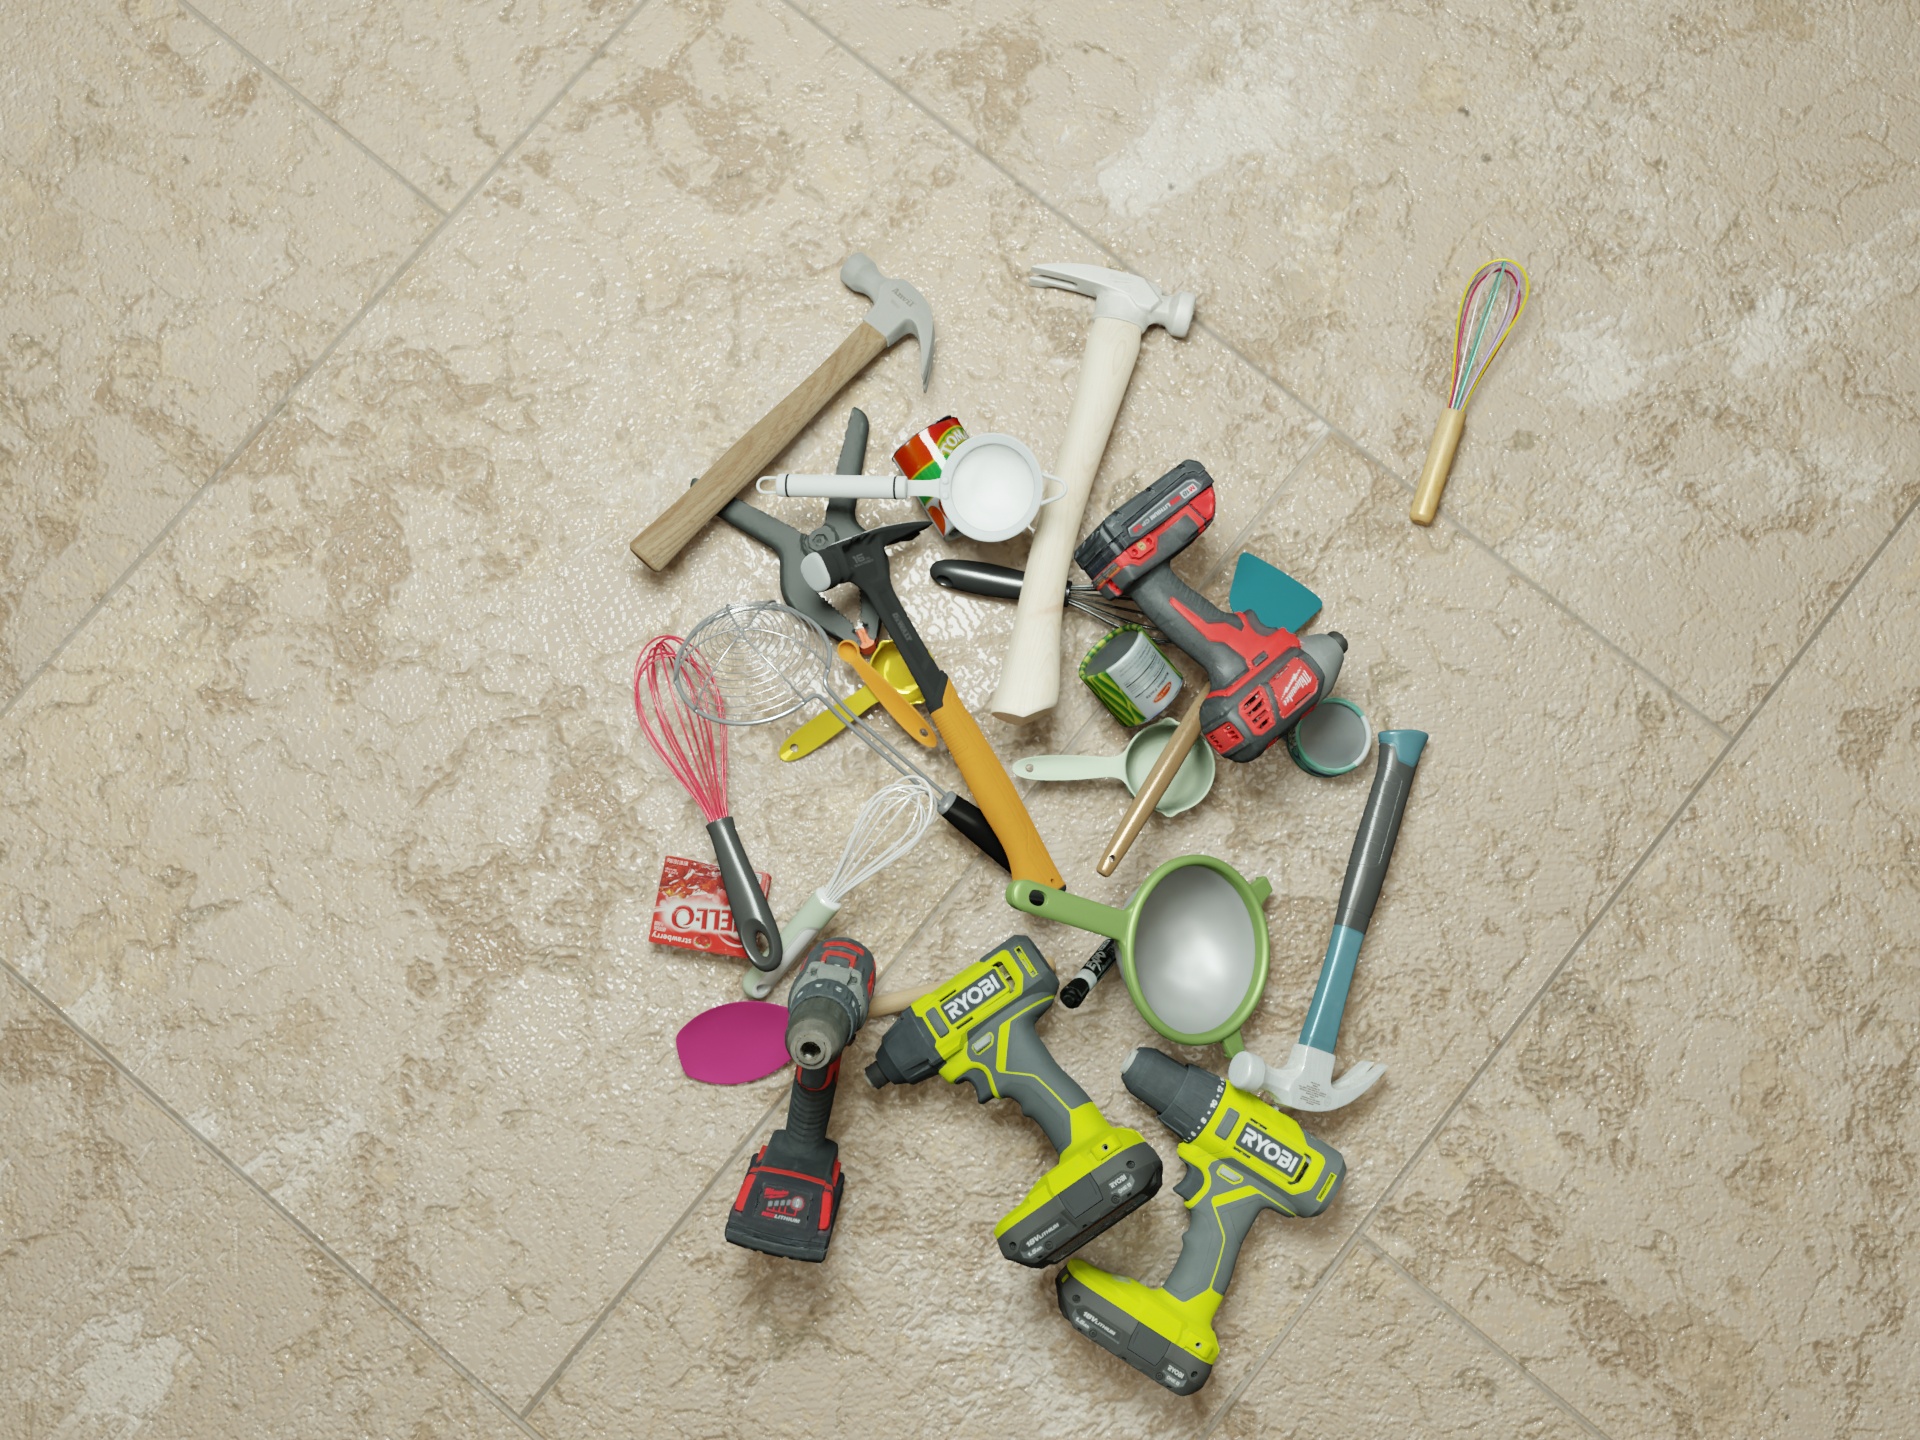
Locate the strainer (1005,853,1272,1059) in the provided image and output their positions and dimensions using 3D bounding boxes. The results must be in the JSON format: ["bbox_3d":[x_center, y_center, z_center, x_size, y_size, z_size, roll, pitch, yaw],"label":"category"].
[{"bbox_3d":[0.130,0.168,1.260,0.256,0.069,0.151,20,74,-28],"label":"strainer"}]

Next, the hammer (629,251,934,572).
[{"bbox_3d":[-0.149,-0.248,1.342,0.130,0.031,0.331,40,80,16],"label":"hammer"}]

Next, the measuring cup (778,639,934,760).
[{"bbox_3d":[-0.088,-0.014,1.345,0.156,0.029,0.062,-35,93,8],"label":"measuring cup"}]

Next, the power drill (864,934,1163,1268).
[{"bbox_3d":[0.039,0.303,1.241,0.171,0.080,0.223,-35,65,1],"label":"power drill"}]

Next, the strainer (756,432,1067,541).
[{"bbox_3d":[-0.040,-0.190,1.290,0.258,0.050,0.087,2,95,8],"label":"strainer"}]

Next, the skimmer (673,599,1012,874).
[{"bbox_3d":[-0.070,0.036,1.306,0.363,0.090,0.127,41,57,-13],"label":"skimmer"}]

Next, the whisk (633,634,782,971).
[{"bbox_3d":[-0.202,0.065,1.297,0.073,0.073,0.296,-21,78,-3],"label":"whisk"}]

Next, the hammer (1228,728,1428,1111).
[{"bbox_3d":[0.321,0.158,1.301,0.128,0.033,0.331,24,77,-21],"label":"hammer"}]

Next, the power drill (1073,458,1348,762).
[{"bbox_3d":[0.206,-0.089,1.263,0.143,0.078,0.220,-37,87,-22],"label":"power drill"}]

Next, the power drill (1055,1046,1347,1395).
[{"bbox_3d":[0.172,0.392,1.267,0.190,0.080,0.228,32,81,3],"label":"power drill"}]

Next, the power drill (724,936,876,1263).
[{"bbox_3d":[-0.116,0.291,1.207,0.080,0.188,0.226,13,99,0],"label":"power drill"}]

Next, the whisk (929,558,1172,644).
[{"bbox_3d":[0.090,-0.106,1.345,0.239,0.055,0.055,11,83,6],"label":"whisk"}]

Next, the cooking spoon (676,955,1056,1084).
[{"bbox_3d":[-0.077,0.239,1.313,0.319,0.017,0.068,-13,97,-2],"label":"cooking spoon"}]

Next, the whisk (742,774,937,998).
[{"bbox_3d":[-0.100,0.138,1.274,0.246,0.057,0.059,-50,46,20],"label":"whisk"}]

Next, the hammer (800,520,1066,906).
[{"bbox_3d":[-0.002,-0.004,1.292,0.127,0.034,0.337,-25,85,-40],"label":"hammer"}]

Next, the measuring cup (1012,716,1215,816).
[{"bbox_3d":[0.127,0.041,1.329,0.167,0.038,0.083,0,83,2],"label":"measuring cup"}]

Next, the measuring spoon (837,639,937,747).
[{"bbox_3d":[-0.059,-0.023,1.322,0.117,0.011,0.021,48,122,-5],"label":"measuring spoon"}]

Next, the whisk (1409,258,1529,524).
[{"bbox_3d":[0.435,-0.285,1.368,0.047,0.051,0.245,19,86,-4],"label":"whisk"}]

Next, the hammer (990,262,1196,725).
[{"bbox_3d":[0.082,-0.194,1.328,0.146,0.038,0.411,15,74,3],"label":"hammer"}]

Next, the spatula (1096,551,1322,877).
[{"bbox_3d":[0.196,-0.004,1.307,0.082,0.044,0.317,33,76,3],"label":"spatula"}]
